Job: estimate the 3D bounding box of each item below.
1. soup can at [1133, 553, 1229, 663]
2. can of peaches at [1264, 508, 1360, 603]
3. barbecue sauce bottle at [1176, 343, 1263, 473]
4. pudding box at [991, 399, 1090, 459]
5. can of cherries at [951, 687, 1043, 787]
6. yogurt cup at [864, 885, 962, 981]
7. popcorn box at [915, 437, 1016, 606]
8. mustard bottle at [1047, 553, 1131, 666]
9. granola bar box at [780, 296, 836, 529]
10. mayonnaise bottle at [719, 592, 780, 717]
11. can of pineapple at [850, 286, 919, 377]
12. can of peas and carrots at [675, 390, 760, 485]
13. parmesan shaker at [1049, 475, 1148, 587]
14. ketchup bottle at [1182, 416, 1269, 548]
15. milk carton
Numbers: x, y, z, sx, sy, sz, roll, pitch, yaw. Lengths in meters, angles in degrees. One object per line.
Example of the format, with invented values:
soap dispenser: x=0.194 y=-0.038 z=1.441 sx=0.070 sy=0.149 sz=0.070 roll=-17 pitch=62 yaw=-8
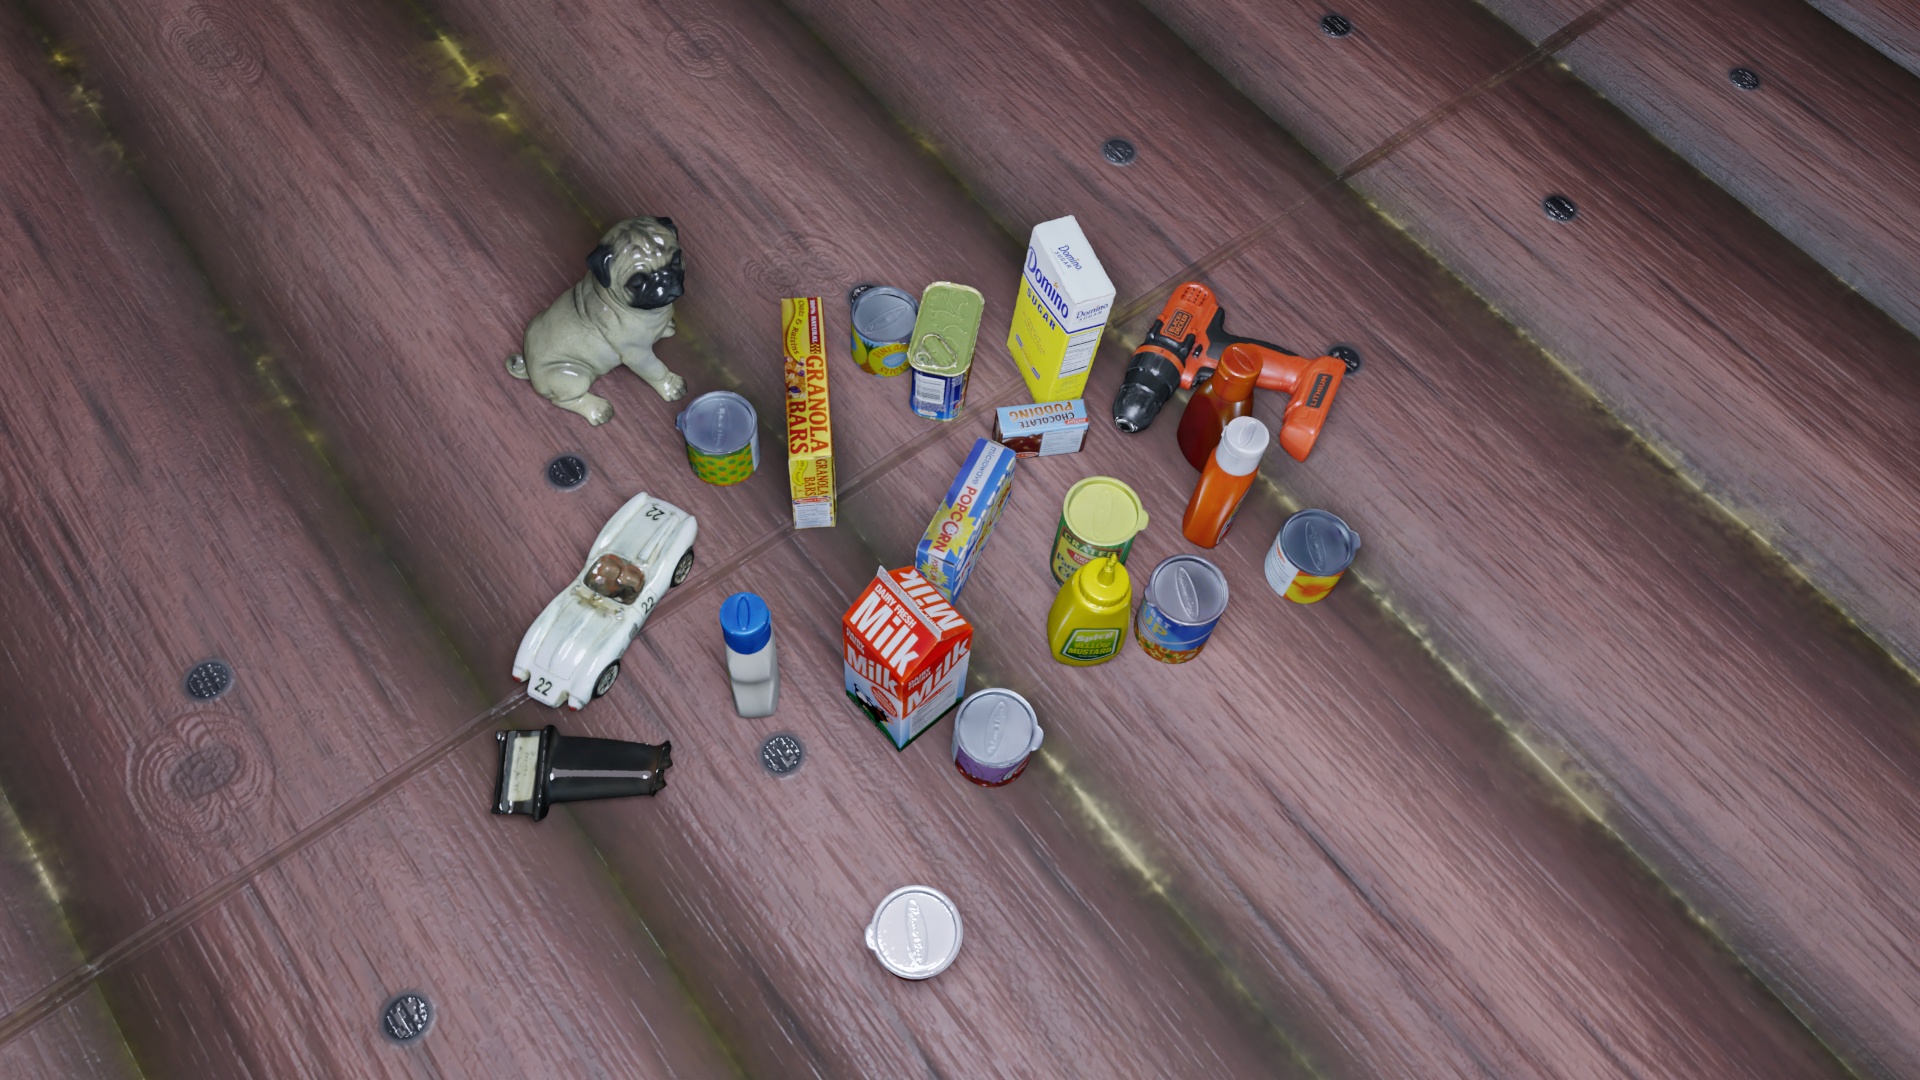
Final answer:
soup can: x=0.182 y=0.059 z=1.172 sx=0.071 sy=0.083 sz=0.071 roll=2 pitch=62 yaw=-3
can of peaches: x=0.308 y=0.015 z=1.220 sx=0.071 sy=0.057 sz=0.071 roll=2 pitch=62 yaw=-3
barbecue sauce bottle: x=0.233 y=-0.118 z=1.235 sx=0.044 sy=0.147 sz=0.065 roll=-26 pitch=67 yaw=-17
pudding box: x=0.073 y=-0.101 z=1.270 sx=0.084 sy=0.049 sz=0.030 roll=-7 pitch=63 yaw=-8
can of cherries: x=0.029 y=0.161 z=1.120 sx=0.071 sy=0.058 sz=0.072 roll=2 pitch=62 yaw=-3
yogurt cup: x=-0.034 y=0.299 z=1.044 sx=0.072 sy=0.053 sz=0.073 roll=2 pitch=62 yaw=-3
popcorn box: x=0.004 y=-0.015 z=1.199 sx=0.038 sy=0.084 sz=0.127 roll=24 pitch=63 yaw=9
mustard bottle: x=0.108 y=0.053 z=1.127 sx=0.065 sy=0.159 sz=0.049 roll=-1 pitch=62 yaw=-5
granola bar box: x=-0.133 y=-0.111 z=1.219 sx=0.039 sy=0.123 sz=0.166 roll=-4 pitch=62 yaw=-6
mayonnaise bottle: x=-0.166 y=0.088 z=1.095 sx=0.041 sy=0.147 sz=0.065 roll=-3 pitch=62 yaw=-6
can of pineapple: x=-0.070 y=-0.194 z=1.306 sx=0.071 sy=0.057 sz=0.071 roll=2 pitch=62 yaw=-3
can of peas and carrots: x=-0.215 y=-0.090 z=1.239 sx=0.071 sy=0.058 sz=0.071 roll=2 pitch=62 yaw=-3
parmesan shaker: x=0.117 y=0.000 z=1.189 sx=0.071 sy=0.102 sz=0.071 roll=2 pitch=62 yaw=-3
ketchup bottle: x=0.229 y=-0.053 z=1.199 sx=0.043 sy=0.148 sz=0.065 roll=26 pitch=63 yaw=10
milk carton: x=-0.042 y=0.087 z=1.081 sx=0.074 sy=0.189 sz=0.072 roll=-37 pitch=70 yaw=-21
